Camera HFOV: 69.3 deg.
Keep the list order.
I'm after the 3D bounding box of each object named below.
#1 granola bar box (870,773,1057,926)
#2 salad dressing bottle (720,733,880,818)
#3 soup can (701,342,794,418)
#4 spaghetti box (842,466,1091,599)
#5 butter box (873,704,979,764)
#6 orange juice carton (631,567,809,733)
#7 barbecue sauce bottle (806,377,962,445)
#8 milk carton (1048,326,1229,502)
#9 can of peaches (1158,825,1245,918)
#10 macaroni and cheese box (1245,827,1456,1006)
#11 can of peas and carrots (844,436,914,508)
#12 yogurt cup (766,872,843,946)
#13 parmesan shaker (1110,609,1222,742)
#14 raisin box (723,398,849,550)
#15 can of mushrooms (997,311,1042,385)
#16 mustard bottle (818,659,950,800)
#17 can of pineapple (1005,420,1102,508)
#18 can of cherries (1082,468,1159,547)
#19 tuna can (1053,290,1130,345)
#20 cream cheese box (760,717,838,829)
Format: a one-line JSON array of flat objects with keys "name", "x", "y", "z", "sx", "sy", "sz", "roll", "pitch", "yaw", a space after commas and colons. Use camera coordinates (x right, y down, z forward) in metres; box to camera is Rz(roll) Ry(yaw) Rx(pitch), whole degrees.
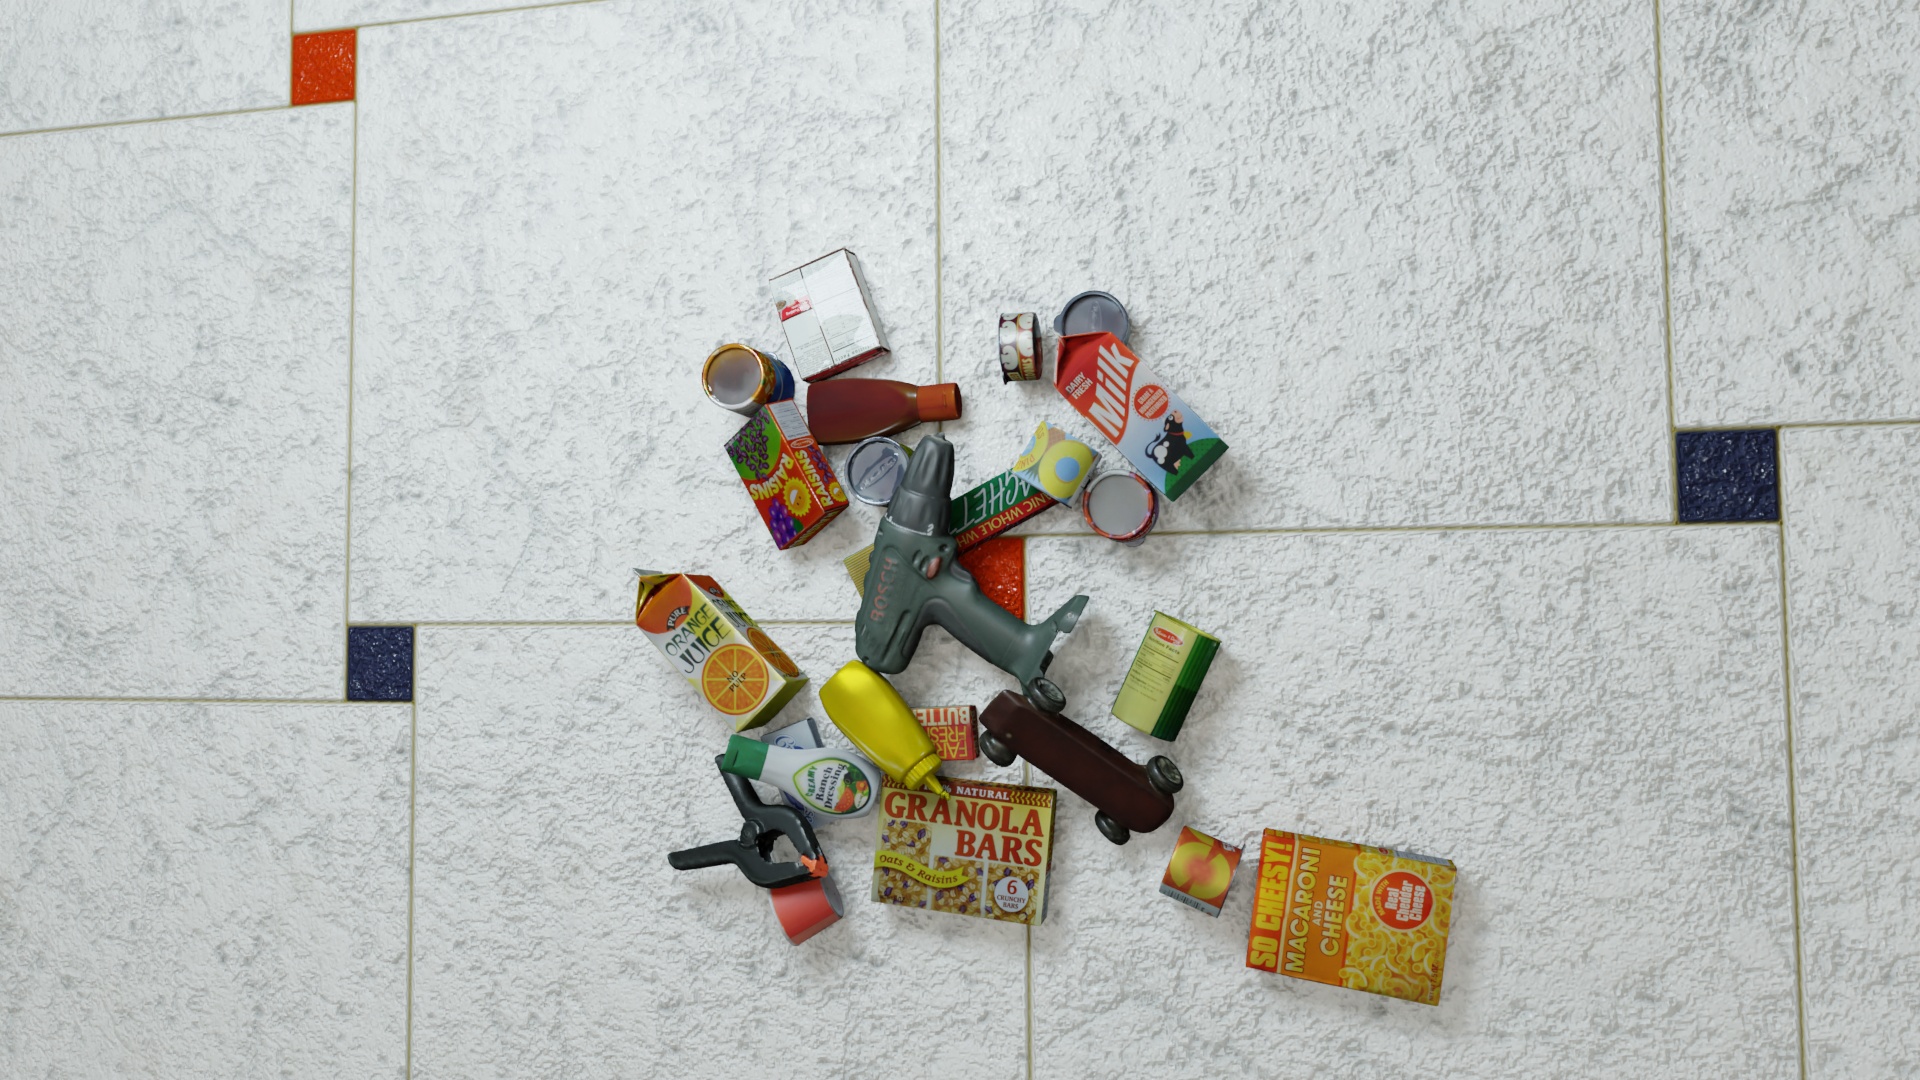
[{"name": "granola bar box", "x": 0.004, "y": 0.290, "z": 1.319, "sx": 0.165, "sy": 0.039, "sz": 0.124, "roll": 5, "pitch": 88, "yaw": 13}, {"name": "salad dressing bottle", "x": -0.152, "y": 0.222, "z": 1.322, "sx": 0.148, "sy": 0.044, "sz": 0.064, "roll": 17, "pitch": 91, "yaw": -6}, {"name": "soup can", "x": -0.208, "y": -0.158, "z": 1.369, "sx": 0.071, "sy": 0.084, "sz": 0.071, "roll": -1, "pitch": 87, "yaw": 13}, {"name": "spaghetti box", "x": 0.005, "y": -0.017, "z": 1.341, "sx": 0.250, "sy": 0.029, "sz": 0.050, "roll": -28, "pitch": 82, "yaw": 10}, {"name": "butter box", "x": -0.035, "y": 0.187, "z": 1.341, "sx": 0.103, "sy": 0.024, "sz": 0.053, "roll": -5, "pitch": 85, "yaw": 12}, {"name": "orange juice carton", "x": -0.248, "y": 0.095, "z": 1.370, "sx": 0.193, "sy": 0.072, "sz": 0.073, "roll": 45, "pitch": 96, "yaw": 11}, {"name": "barbecue sauce bottle", "x": -0.074, "y": -0.130, "z": 1.357, "sx": 0.148, "sy": 0.044, "sz": 0.065, "roll": -4, "pitch": 89, "yaw": 12}, {"name": "milk carton", "x": 0.149, "y": -0.128, "z": 1.269, "sx": 0.190, "sy": 0.072, "sz": 0.073, "roll": 44, "pitch": 98, "yaw": -4}, {"name": "can of peaches", "x": 0.218, "y": 0.297, "z": 1.257, "sx": 0.058, "sy": 0.071, "sz": 0.071, "roll": 21, "pitch": 92, "yaw": 14}, {"name": "macaroni and cheese box", "x": 0.346, "y": 0.334, "z": 1.239, "sx": 0.166, "sy": 0.040, "sz": 0.123, "roll": 8, "pitch": 89, "yaw": 13}, {"name": "can of peas and carrots", "x": -0.071, "y": -0.063, "z": 1.345, "sx": 0.071, "sy": 0.059, "sz": 0.071, "roll": 0, "pitch": 88, "yaw": 13}, {"name": "yogurt cup", "x": -0.148, "y": 0.349, "z": 1.339, "sx": 0.054, "sy": 0.072, "sz": 0.072, "roll": -25, "pitch": 82, "yaw": 3}, {"name": "parmesan shaker", "x": 0.186, "y": 0.124, "z": 1.275, "sx": 0.071, "sy": 0.071, "sz": 0.103, "roll": 25, "pitch": 94, "yaw": 13}, {"name": "raisin box", "x": -0.171, "y": -0.064, "z": 1.361, "sx": 0.085, "sy": 0.040, "sz": 0.123, "roll": -37, "pitch": 78, "yaw": 40}, {"name": "can of mushrooms", "x": 0.057, "y": -0.182, "z": 1.318, "sx": 0.033, "sy": 0.071, "sz": 0.071, "roll": -2, "pitch": 87, "yaw": 11}, {"name": "mustard bottle", "x": -0.064, "y": 0.186, "z": 1.306, "sx": 0.065, "sy": 0.048, "sz": 0.160, "roll": -42, "pitch": 73, "yaw": -2}, {"name": "can of pineapple", "x": 0.087, "y": -0.071, "z": 1.274, "sx": 0.071, "sy": 0.071, "sz": 0.058, "roll": 32, "pitch": 94, "yaw": 12}, {"name": "can of cherries", "x": 0.151, "y": -0.030, "z": 1.293, "sx": 0.071, "sy": 0.058, "sz": 0.071, "roll": -1, "pitch": 87, "yaw": 13}, {"name": "tuna can", "x": 0.126, "y": -0.202, "z": 1.321, "sx": 0.071, "sy": 0.033, "sz": 0.071, "roll": -1, "pitch": 87, "yaw": 13}, {"name": "cream cheese box", "x": -0.154, "y": 0.231, "z": 1.366, "sx": 0.053, "sy": 0.024, "sz": 0.104, "roll": -22, "pitch": 83, "yaw": 9}]
